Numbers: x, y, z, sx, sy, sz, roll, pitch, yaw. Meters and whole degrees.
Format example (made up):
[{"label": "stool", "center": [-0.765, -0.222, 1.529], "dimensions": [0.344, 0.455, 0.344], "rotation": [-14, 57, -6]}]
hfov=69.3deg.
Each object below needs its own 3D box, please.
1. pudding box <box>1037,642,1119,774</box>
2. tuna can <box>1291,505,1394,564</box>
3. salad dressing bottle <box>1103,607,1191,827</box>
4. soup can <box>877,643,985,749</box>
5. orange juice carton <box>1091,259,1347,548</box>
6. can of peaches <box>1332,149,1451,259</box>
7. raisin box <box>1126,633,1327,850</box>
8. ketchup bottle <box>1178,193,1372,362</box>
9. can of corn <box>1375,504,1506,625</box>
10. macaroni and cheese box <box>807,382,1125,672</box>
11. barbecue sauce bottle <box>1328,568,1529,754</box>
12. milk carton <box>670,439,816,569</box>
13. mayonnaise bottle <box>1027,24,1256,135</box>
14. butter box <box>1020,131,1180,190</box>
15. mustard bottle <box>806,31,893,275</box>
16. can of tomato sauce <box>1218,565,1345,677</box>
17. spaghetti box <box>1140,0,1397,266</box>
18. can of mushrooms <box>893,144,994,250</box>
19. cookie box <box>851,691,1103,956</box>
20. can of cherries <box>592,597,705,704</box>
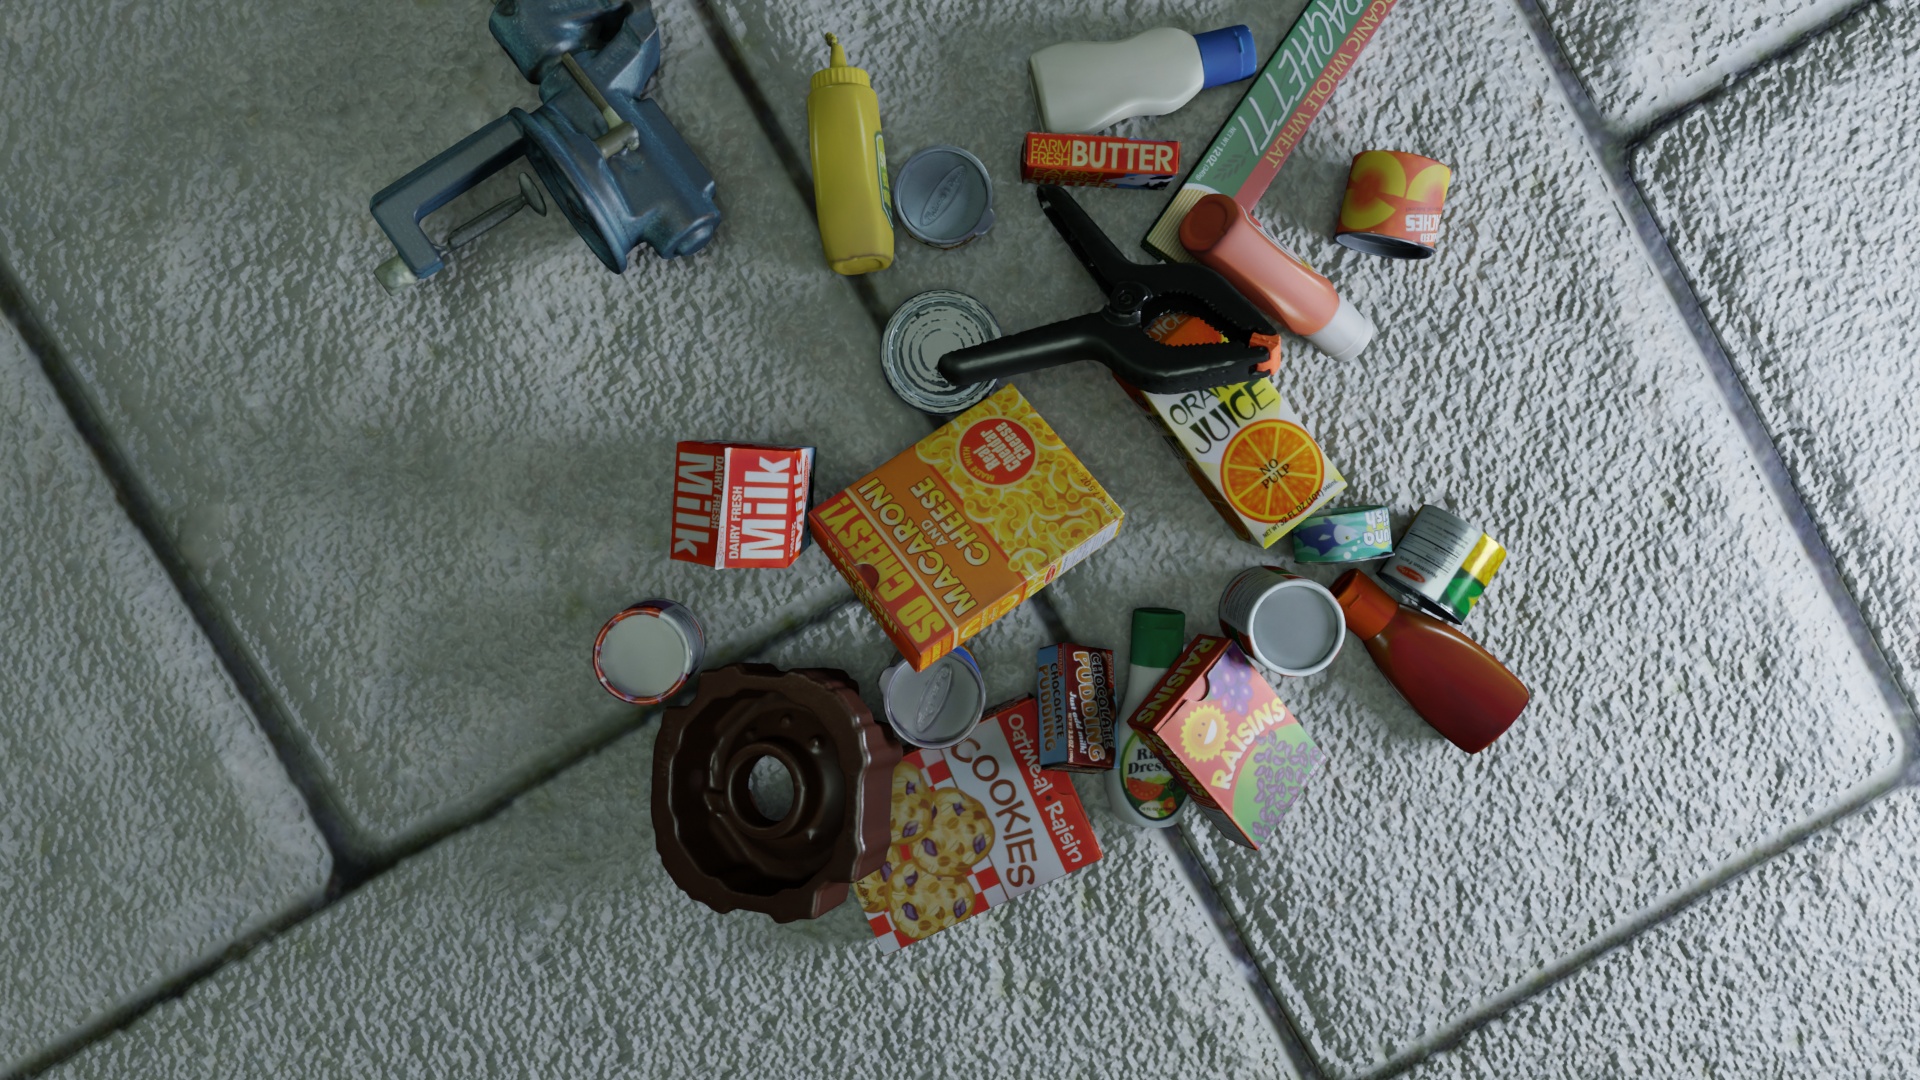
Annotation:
[{"label": "pudding box", "center": [0.080, 0.115, 0.945], "dimensions": [0.050, 0.030, 0.084], "rotation": [14, 68, -36]}, {"label": "tuna can", "center": [0.261, -0.004, 0.945], "dimensions": [0.071, 0.071, 0.033], "rotation": [-8, 94, -1]}, {"label": "salad dressing bottle", "center": [0.133, 0.121, 0.962], "dimensions": [0.064, 0.044, 0.147], "rotation": [2, 93, -10]}, {"label": "soup can", "center": [-0.020, 0.098, 0.936], "dimensions": [0.071, 0.084, 0.071], "rotation": [0, 94, -2]}, {"label": "orange juice carton", "center": [0.167, -0.092, 0.936], "dimensions": [0.072, 0.073, 0.192], "rotation": [-38, 94, 1]}, {"label": "can of peaches", "center": [0.292, -0.225, 0.933], "dimensions": [0.071, 0.071, 0.058], "rotation": [13, 93, -3]}, {"label": "raisin box", "center": [0.181, 0.136, 0.940], "dimensions": [0.086, 0.040, 0.123], "rotation": [-47, 110, -17]}, {"label": "ketchup bottle", "center": [0.213, -0.171, 0.923], "dimensions": [0.148, 0.065, 0.043], "rotation": [31, 106, -27]}, {"label": "can of corn", "center": [0.331, 0.017, 0.953], "dimensions": [0.071, 0.071, 0.058], "rotation": [33, 92, -4]}, {"label": "macaroni and cheese box", "center": [0.003, -0.011, 0.909], "dimensions": [0.167, 0.040, 0.124], "rotation": [-34, 71, -17]}, {"label": "barbecue sauce bottle", "center": [0.319, 0.080, 0.966], "dimensions": [0.148, 0.044, 0.064], "rotation": [40, 102, -3]}, {"label": "milk carton", "center": [-0.135, -0.025, 0.871], "dimensions": [0.073, 0.190, 0.072], "rotation": [4, 94, -1]}, {"label": "mayonnaise bottle", "center": [0.123, -0.314, 0.937], "dimensions": [0.148, 0.041, 0.064], "rotation": [-13, 90, -2]}, {"label": "butter box", "center": [0.092, -0.254, 0.933], "dimensions": [0.103, 0.053, 0.024], "rotation": [3, 92, -2]}, {"label": "mustard bottle", "center": [-0.075, -0.261, 0.923], "dimensions": [0.049, 0.065, 0.160], "rotation": [-6, 90, 3]}, {"label": "can of tomato sauce", "center": [0.218, 0.055, 0.941], "dimensions": [0.071, 0.083, 0.071], "rotation": [0, 94, -2]}, {"label": "spaghetti box", "center": [0.214, -0.291, 0.947], "dimensions": [0.050, 0.029, 0.250], "rotation": [35, 92, -5]}, {"label": "can of mushrooms", "center": [-0.010, -0.230, 0.941], "dimensions": [0.071, 0.033, 0.071], "rotation": [0, 93, -2]}, {"label": "cookie box", "center": [-0.002, 0.195, 0.964], "dimensions": [0.167, 0.040, 0.123], "rotation": [-24, 93, 0]}, {"label": "can of cherries", "center": [-0.213, 0.076, 0.941], "dimensions": [0.071, 0.058, 0.071], "rotation": [0, 94, -2]}]
